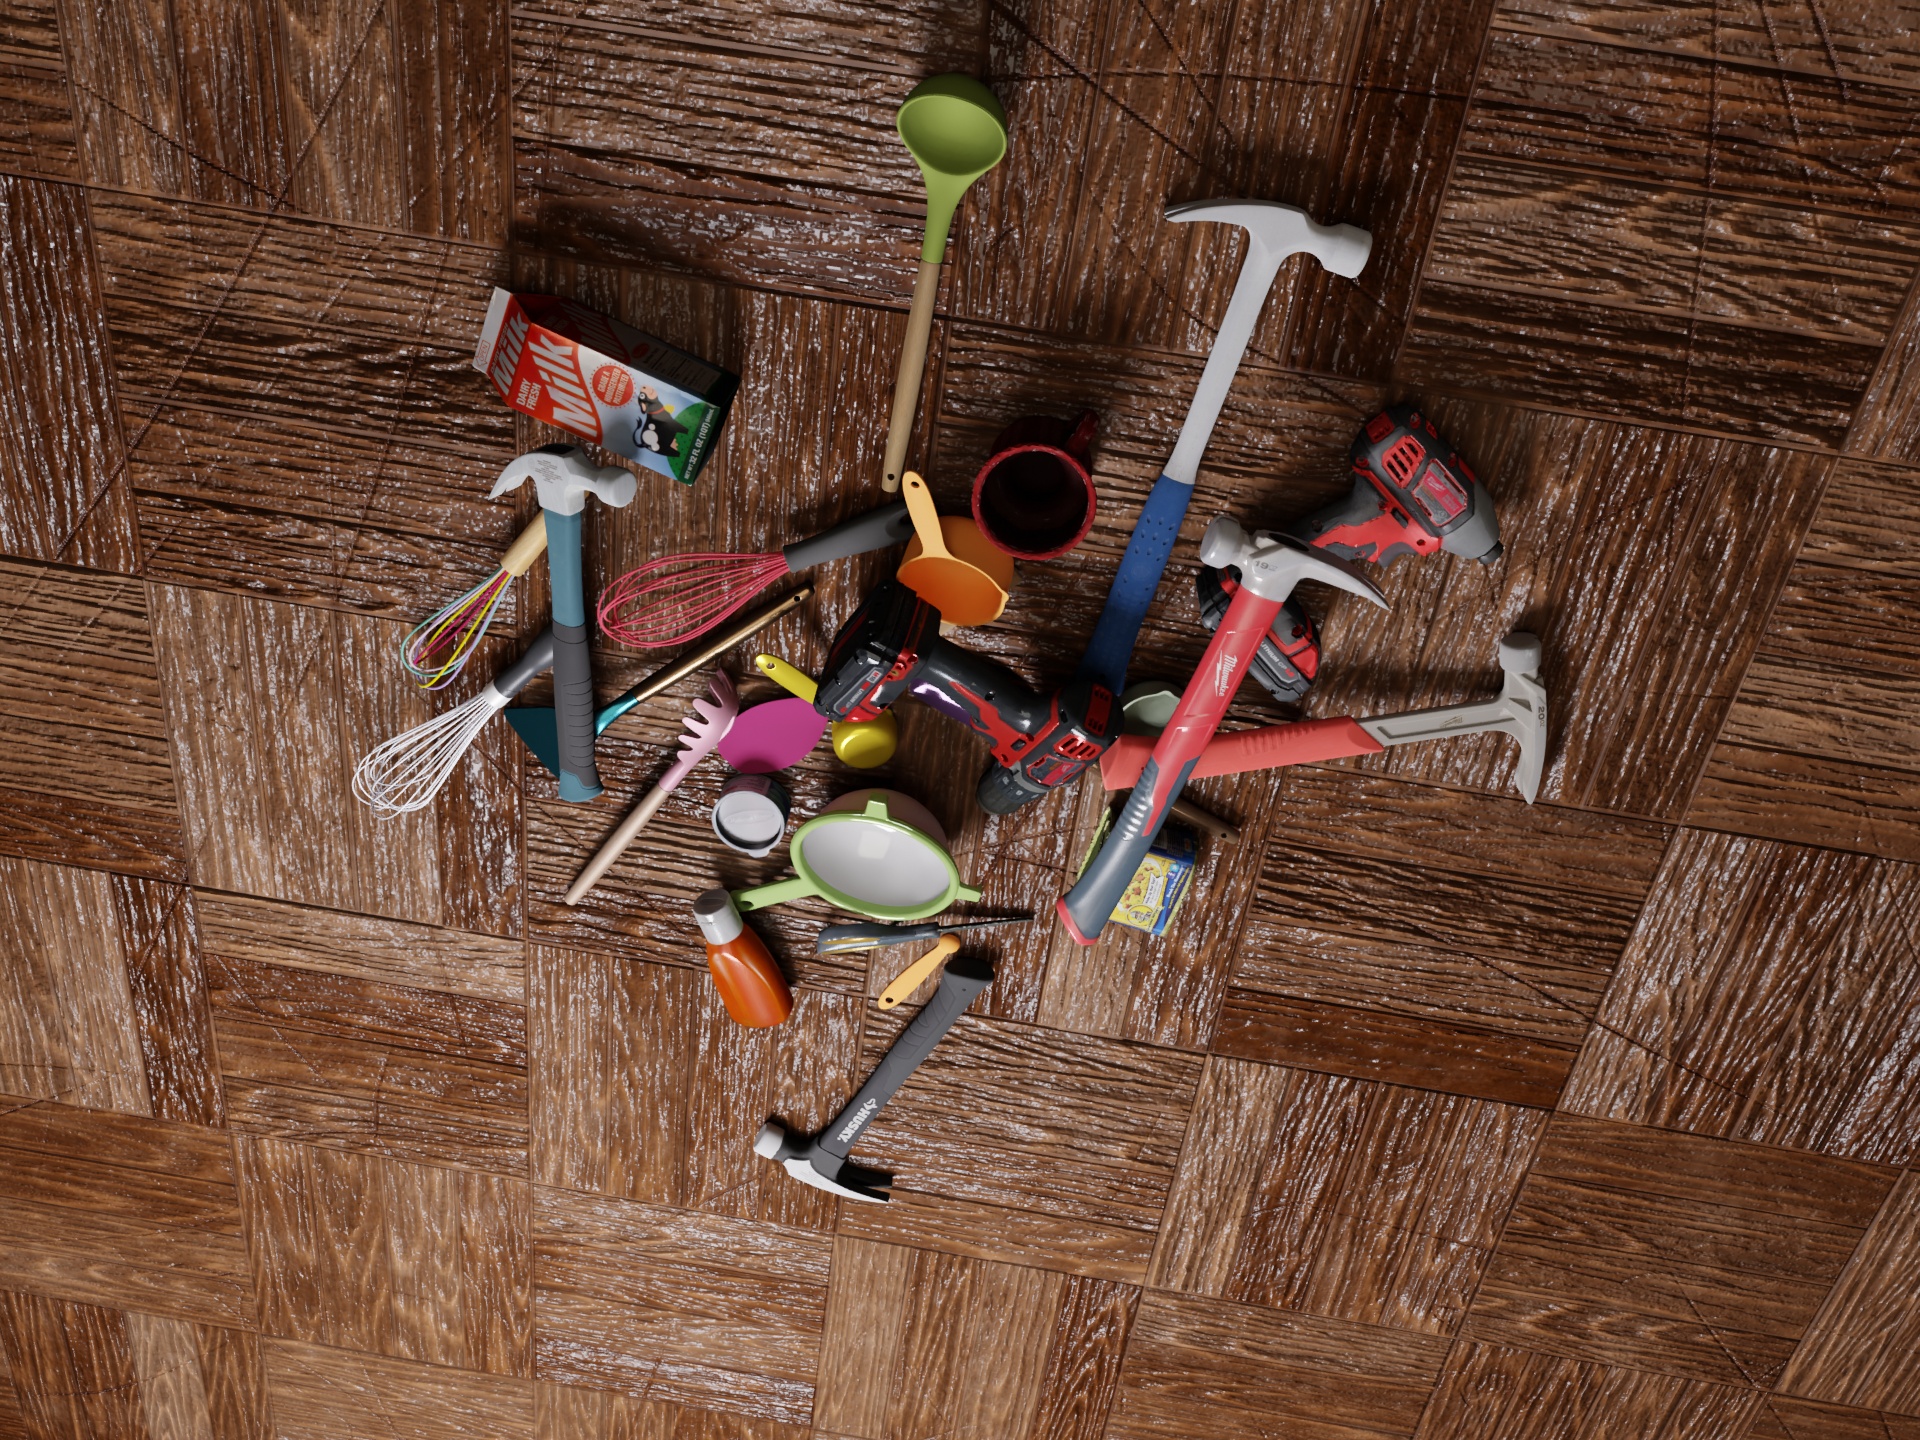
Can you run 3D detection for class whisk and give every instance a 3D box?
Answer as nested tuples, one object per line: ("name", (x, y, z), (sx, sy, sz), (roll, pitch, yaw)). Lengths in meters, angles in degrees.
("whisk", (-0.424, -0.005, 1.385), (0.284, 0.070, 0.070), (-37, 110, 19))
("whisk", (-0.388, -0.116, 1.325), (0.051, 0.047, 0.245), (40, 112, -14))
("whisk", (-0.156, -0.124, 1.284), (0.296, 0.073, 0.073), (-18, 117, 9))

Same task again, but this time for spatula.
("spatula", (-0.255, -0.041, 1.362), (0.317, 0.044, 0.082), (-29, 112, 16))
("spatula", (0.104, 0.028, 1.360), (0.316, 0.018, 0.059), (28, 120, -9))

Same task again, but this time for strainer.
("strainer", (-0.109, 0.120, 1.421), (0.256, 0.069, 0.151), (-18, 130, 36))

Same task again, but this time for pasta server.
("pasta server", (-0.281, 0.068, 1.415), (0.040, 0.060, 0.316), (39, 123, -8))

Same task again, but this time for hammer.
("hammer", (0.184, 0.030, 1.245), (0.143, 0.038, 0.386), (20, 119, -8))
("hammer", (0.164, -0.197, 1.212), (0.144, 0.035, 0.405), (17, 121, -4))
("hammer", (-0.064, 0.351, 1.558), (0.146, 0.035, 0.334), (30, 119, -10))
("hammer", (-0.315, -0.069, 1.287), (0.128, 0.033, 0.330), (22, 127, 23))
("hammer", (0.294, 0.023, 1.298), (0.359, 0.037, 0.149), (-9, 119, 2))

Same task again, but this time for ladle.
("ladle", (-0.028, -0.307, 1.161), (0.078, 0.062, 0.320), (14, 123, 1))

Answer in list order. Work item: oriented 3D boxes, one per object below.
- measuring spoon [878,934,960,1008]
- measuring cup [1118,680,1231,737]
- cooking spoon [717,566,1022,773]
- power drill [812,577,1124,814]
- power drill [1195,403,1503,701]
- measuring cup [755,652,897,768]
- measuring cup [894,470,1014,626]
("measuring spoon", (-0.041, 0.241, 1.503), (0.021, 0.011, 0.117), (37, 117, -14))
("measuring cup", (0.205, 0.007, 1.329), (0.167, 0.038, 0.083), (6, 119, -7))
("cooking spoon", (-0.078, -0.041, 1.341), (0.319, 0.017, 0.068), (-32, 120, 22))
("power drill", (-0.002, -0.004, 1.293), (0.226, 0.080, 0.188), (26, 144, -15))
("power drill", (0.300, -0.123, 1.219), (0.143, 0.079, 0.219), (42, 113, -17))
("measuring cup", (-0.113, -0.008, 1.331), (0.062, 0.029, 0.156), (-35, 130, 23))
("measuring cup", (-0.011, -0.144, 1.213), (0.095, 0.052, 0.173), (5, 146, 19))
